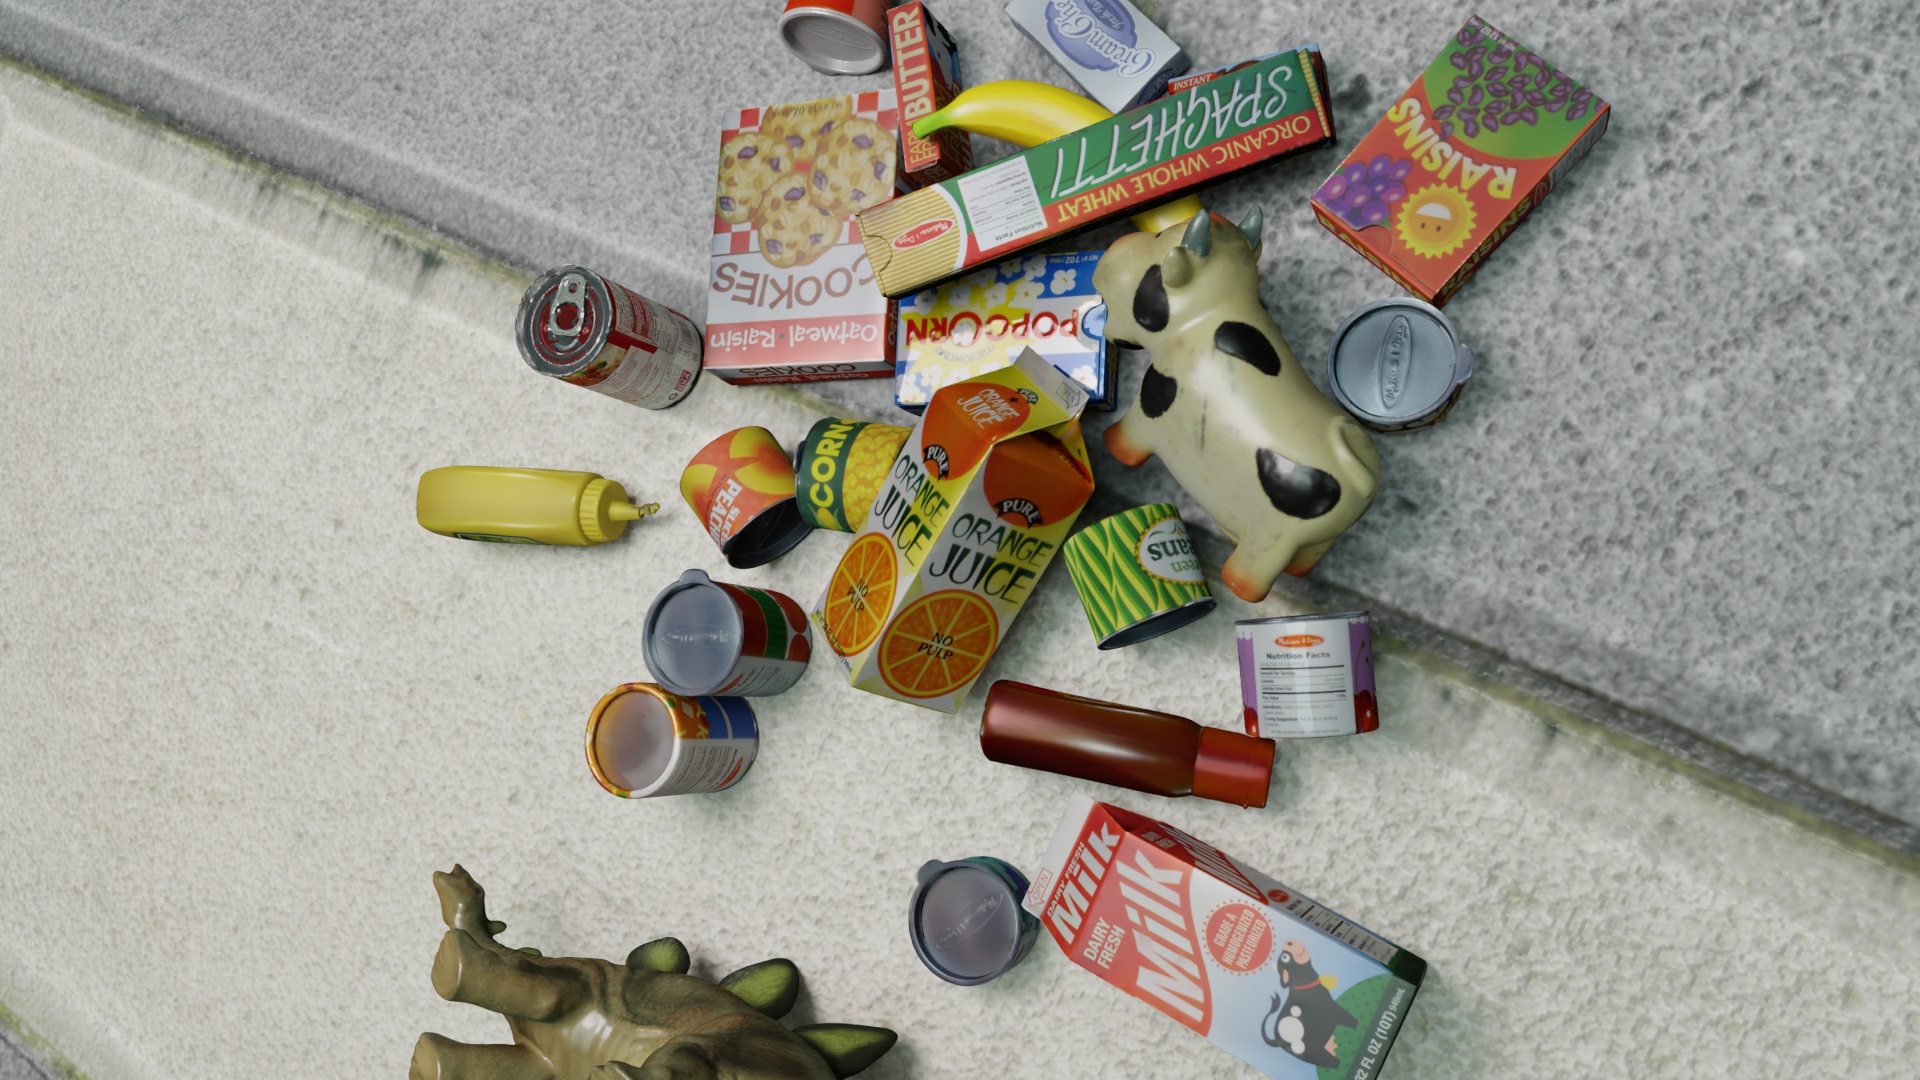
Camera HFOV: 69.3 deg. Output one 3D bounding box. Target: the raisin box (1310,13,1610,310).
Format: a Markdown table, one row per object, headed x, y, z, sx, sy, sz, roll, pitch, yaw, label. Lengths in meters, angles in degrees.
| x | y | z | sx | sy | sz | roll | pitch | yaw | label |
| --- | --- | --- | --- | --- | --- | --- | --- | --- | --- |
| 0.254 | -0.191 | 0.711 | 0.086 | 0.040 | 0.123 | 45 | 101 | 20 | raisin box |

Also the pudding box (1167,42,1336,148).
| x | y | z | sx | sy | sz | roll | pitch | yaw | label |
| --- | --- | --- | --- | --- | --- | --- | --- | --- | --- |
| 0.159 | -0.235 | 0.760 | 0.083 | 0.030 | 0.050 | -8 | 80 | 20 | pudding box |

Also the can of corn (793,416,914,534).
| x | y | z | sx | sy | sz | roll | pitch | yaw | label |
| --- | --- | --- | --- | --- | --- | --- | --- | --- | --- |
| -0.054 | -0.036 | 0.795 | 0.058 | 0.071 | 0.071 | 9 | 86 | 22 | can of corn |

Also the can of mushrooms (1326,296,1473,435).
| x | y | z | sx | sy | sz | roll | pitch | yaw | label |
| --- | --- | --- | --- | --- | --- | --- | --- | --- | --- |
| 0.226 | -0.088 | 0.711 | 0.071 | 0.033 | 0.071 | -3 | 81 | 22 | can of mushrooms |

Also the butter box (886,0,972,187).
| x | y | z | sx | sy | sz | roll | pitch | yaw | label |
| --- | --- | --- | --- | --- | --- | --- | --- | --- | --- |
| -0.017 | -0.259 | 0.821 | 0.024 | 0.053 | 0.103 | -11 | 79 | 22 | butter box |

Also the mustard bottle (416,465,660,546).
| x | y | z | sx | sy | sz | roll | pitch | yaw | label |
| --- | --- | --- | --- | --- | --- | --- | --- | --- | --- |
| -0.264 | -0.021 | 0.883 | 0.160 | 0.065 | 0.049 | 3 | 86 | 18 | mustard bottle |

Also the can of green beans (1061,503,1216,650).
| x | y | z | sx | sy | sz | roll | pitch | yaw | label |
| --- | --- | --- | --- | --- | --- | --- | --- | --- | --- |
| 0.093 | 0.019 | 0.732 | 0.071 | 0.071 | 0.058 | -24 | 74 | 17 | can of green beans |

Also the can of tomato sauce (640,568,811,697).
| x | y | z | sx | sy | sz | roll | pitch | yaw | label |
| --- | --- | --- | --- | --- | --- | --- | --- | --- | --- |
| -0.135 | 0.056 | 0.808 | 0.071 | 0.083 | 0.071 | -3 | 82 | 21 | can of tomato sauce |

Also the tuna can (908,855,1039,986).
| x | y | z | sx | sy | sz | roll | pitch | yaw | label |
| --- | --- | --- | --- | --- | --- | --- | --- | --- | --- |
| 0.006 | 0.205 | 0.759 | 0.071 | 0.033 | 0.071 | -3 | 82 | 21 | tuna can |

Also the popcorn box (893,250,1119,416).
| x | y | z | sx | sy | sz | roll | pitch | yaw | label |
| --- | --- | --- | --- | --- | --- | --- | --- | --- | --- |
| 0.027 | -0.116 | 0.792 | 0.126 | 0.038 | 0.085 | 0 | 82 | 22 | popcorn box |

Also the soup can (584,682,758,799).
| x | y | z | sx | sy | sz | roll | pitch | yaw | label |
| --- | --- | --- | --- | --- | --- | --- | --- | --- | --- |
| -0.170 | 0.115 | 0.814 | 0.071 | 0.084 | 0.071 | -3 | 82 | 22 | soup can |

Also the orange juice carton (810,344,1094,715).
| x | y | z | sx | sy | sz | roll | pitch | yaw | label |
| --- | --- | --- | --- | --- | --- | --- | --- | --- | --- |
| 0.003 | -0.009 | 0.739 | 0.192 | 0.073 | 0.072 | -59 | 36 | 15 | orange juice carton |

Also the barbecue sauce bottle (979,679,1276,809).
| x | y | z | sx | sy | sz | roll | pitch | yaw | label |
| --- | --- | --- | --- | --- | --- | --- | --- | --- | --- |
| 0.087 | 0.108 | 0.726 | 0.148 | 0.064 | 0.044 | 10 | 75 | 14 | barbecue sauce bottle |

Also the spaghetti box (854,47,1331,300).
| x | y | z | sx | sy | sz | roll | pitch | yaw | label |
| --- | --- | --- | --- | --- | --- | --- | --- | --- | --- |
| 0.068 | -0.192 | 0.739 | 0.250 | 0.029 | 0.050 | -18 | 92 | 11 | spaghetti box |

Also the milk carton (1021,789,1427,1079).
| x | y | z | sx | sy | sz | roll | pitch | yaw | label |
| --- | --- | --- | --- | --- | --- | --- | --- | --- | --- |
| 0.125 | 0.198 | 0.690 | 0.191 | 0.073 | 0.072 | 26 | 93 | 23 | milk carton |

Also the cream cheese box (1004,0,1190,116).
| x | y | z | sx | sy | sz | roll | pitch | yaw | label |
| --- | --- | --- | --- | --- | --- | --- | --- | --- | --- |
| 0.078 | -0.291 | 0.803 | 0.053 | 0.024 | 0.104 | -45 | 70 | 12 | cream cheese box |

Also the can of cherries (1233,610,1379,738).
| x | y | z | sx | sy | sz | roll | pitch | yaw | label |
| --- | --- | --- | --- | --- | --- | --- | --- | --- | --- |
| 0.173 | 0.066 | 0.693 | 0.071 | 0.071 | 0.058 | -6 | 87 | 21 | can of cherries |

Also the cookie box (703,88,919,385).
| x | y | z | sx | sy | sz | roll | pitch | yaw | label |
| --- | --- | --- | --- | --- | --- | --- | --- | --- | --- |
| -0.089 | -0.182 | 0.847 | 0.123 | 0.040 | 0.167 | 0 | 82 | 22 | cookie box |

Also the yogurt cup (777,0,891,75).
| x | y | z | sx | sy | sz | roll | pitch | yaw | label |
| --- | --- | --- | --- | --- | --- | --- | --- | --- | --- |
| -0.073 | -0.326 | 0.848 | 0.072 | 0.072 | 0.054 | 8 | 78 | 23 | yogurt cup |

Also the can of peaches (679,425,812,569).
| x | y | z | sx | sy | sz | roll | pitch | yaw | label |
| --- | --- | --- | --- | --- | --- | --- | --- | --- | --- |
| -0.126 | -0.025 | 0.823 | 0.071 | 0.071 | 0.058 | -42 | 69 | 12 | can of peaches |
